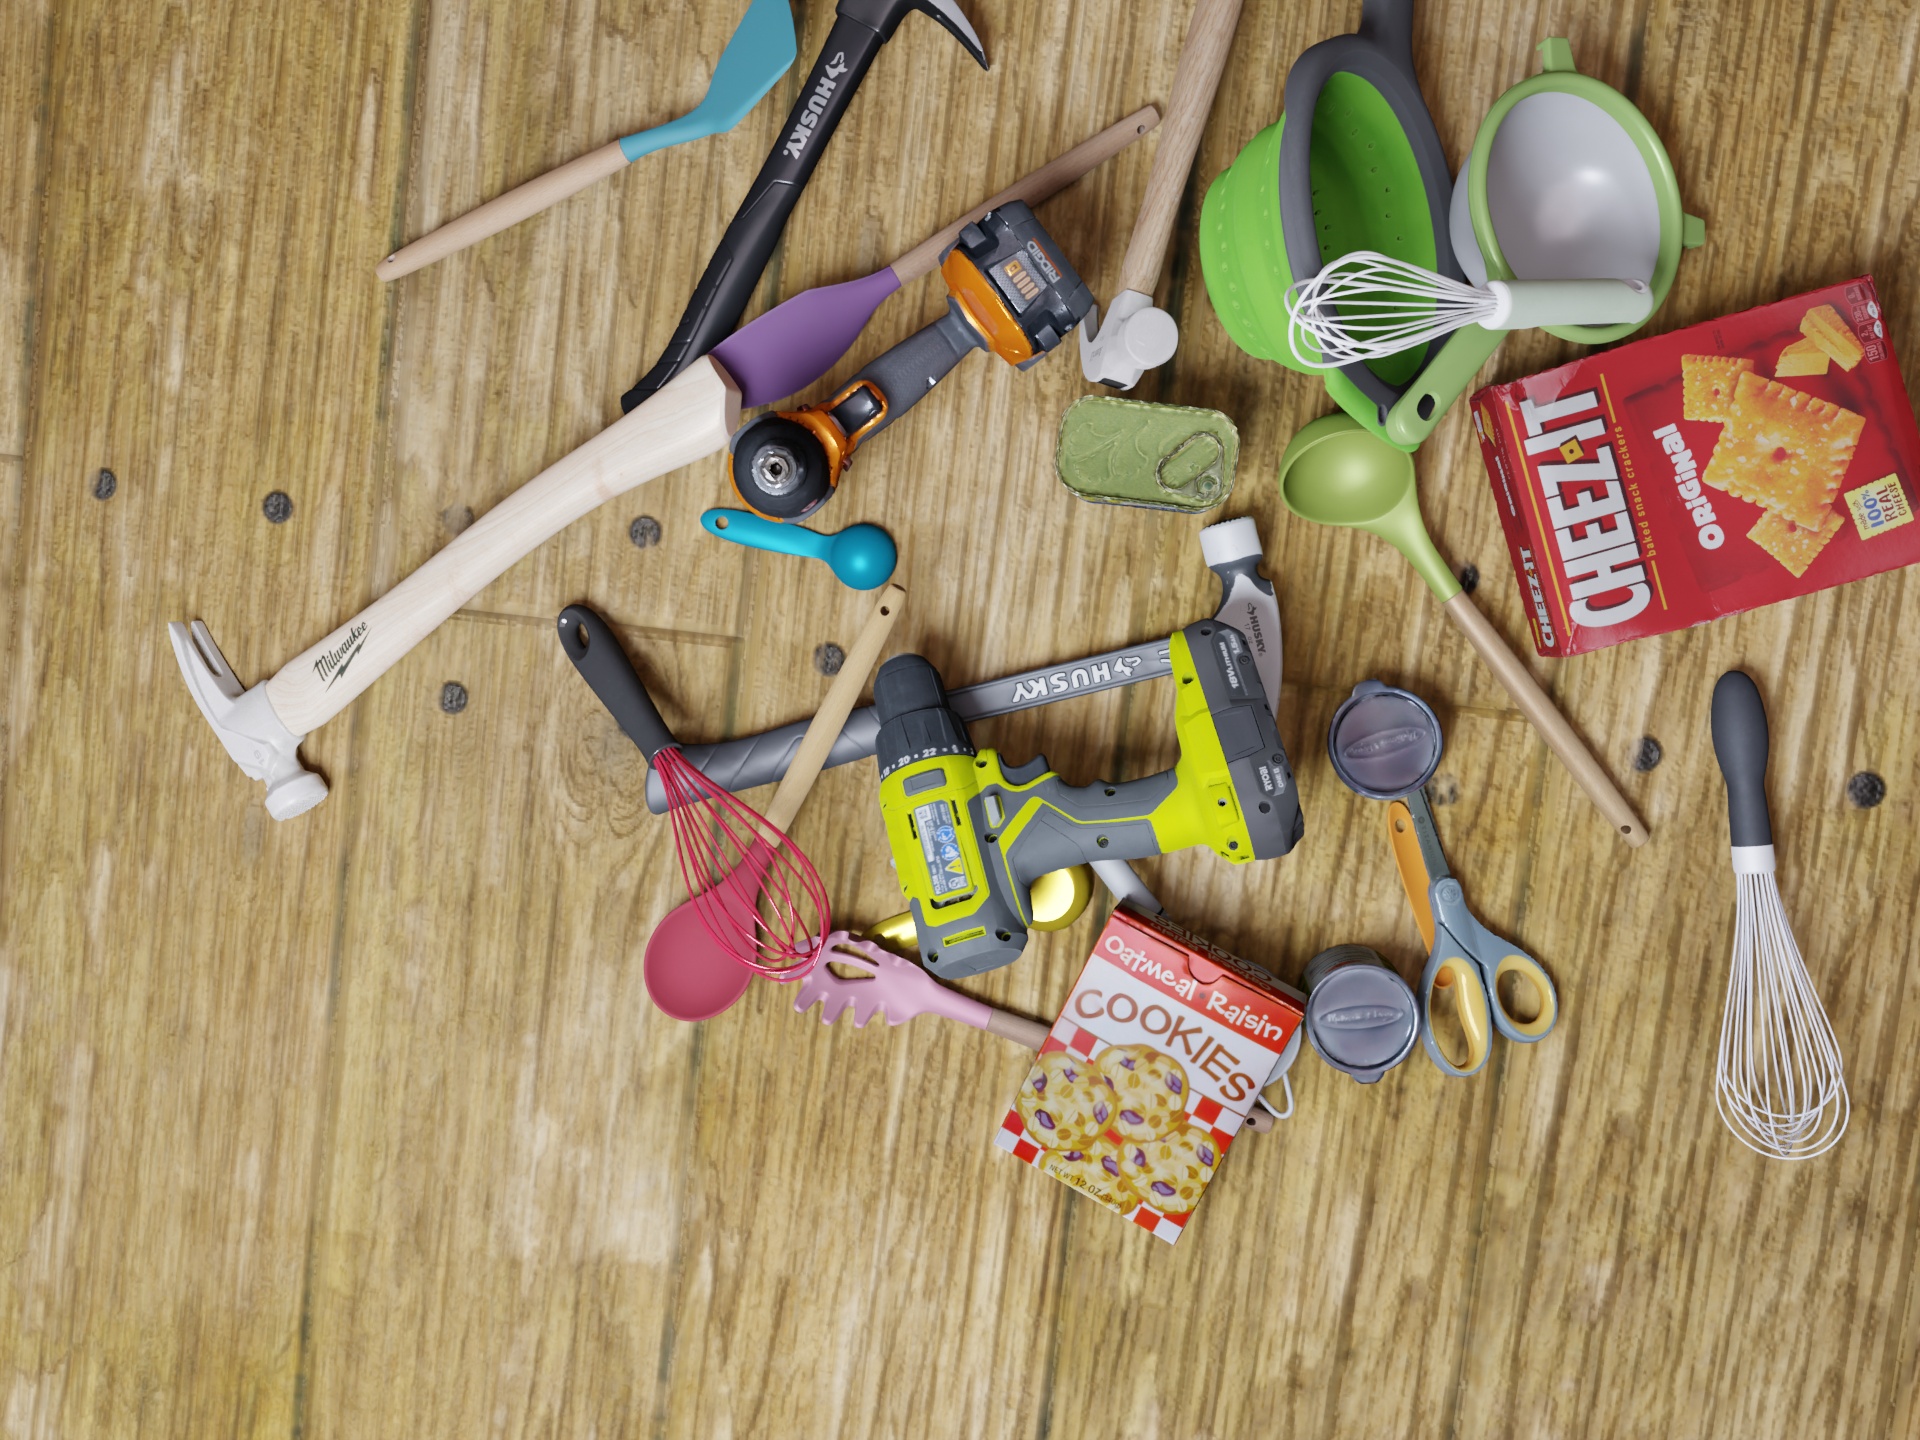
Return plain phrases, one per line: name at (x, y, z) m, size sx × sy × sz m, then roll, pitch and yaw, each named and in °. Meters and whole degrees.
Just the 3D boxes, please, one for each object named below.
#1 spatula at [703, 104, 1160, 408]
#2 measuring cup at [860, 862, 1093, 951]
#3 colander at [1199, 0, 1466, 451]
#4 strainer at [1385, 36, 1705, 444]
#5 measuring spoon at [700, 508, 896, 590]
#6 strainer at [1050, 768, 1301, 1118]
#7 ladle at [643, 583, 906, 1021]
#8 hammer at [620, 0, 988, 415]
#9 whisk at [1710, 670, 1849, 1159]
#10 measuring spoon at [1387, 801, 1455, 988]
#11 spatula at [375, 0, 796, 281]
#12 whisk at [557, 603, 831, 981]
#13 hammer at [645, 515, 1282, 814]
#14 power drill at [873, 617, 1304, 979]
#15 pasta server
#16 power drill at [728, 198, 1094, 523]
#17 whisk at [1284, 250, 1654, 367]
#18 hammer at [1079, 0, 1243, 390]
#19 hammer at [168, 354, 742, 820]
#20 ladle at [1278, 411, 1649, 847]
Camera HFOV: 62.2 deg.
spatula at (-0.016, -0.283, 0.968) m, size 0.316 × 0.059 × 0.018 m, roll -32°, pitch 47°, yaw 4°
measuring cup at (0.007, 0.119, 0.989) m, size 0.156 × 0.029 × 0.062 m, roll -20°, pitch 91°, yaw 8°
colander at (0.207, -0.345, 0.907) m, size 0.094 × 0.204 × 0.397 m, roll -4°, pitch 75°, yaw 40°
strainer at (0.298, -0.243, 0.888) m, size 0.151 × 0.069 × 0.256 m, roll 44°, pitch 74°, yaw -15°
measuring spoon at (-0.104, -0.112, 0.992) m, size 0.128 × 0.021 × 0.042 m, roll 14°, pitch 95°, yaw 6°
strainer at (0.124, 0.126, 0.960) m, size 0.087 × 0.050 × 0.258 m, roll -36°, pitch 93°, yaw 26°
ladle at (-0.109, 0.053, 0.972) m, size 0.069 × 0.031 × 0.315 m, roll 29°, pitch 108°, yaw 0°
hammer at (-0.112, -0.315, 0.976) m, size 0.146 × 0.035 × 0.335 m, roll 30°, pitch 96°, yaw 5°
whisk at (0.464, 0.112, 0.926) m, size 0.070 × 0.070 × 0.284 m, roll -6°, pitch 87°, yaw 7°
measuring spoon at (0.278, 0.106, 0.967) m, size 0.021 × 0.011 × 0.117 m, roll -15°, pitch 89°, yaw -19°
spatula at (-0.233, -0.346, 0.971) m, size 0.317 × 0.044 × 0.082 m, roll -21°, pitch 60°, yaw 14°
whisk at (-0.167, 0.035, 0.956) m, size 0.073 × 0.073 × 0.296 m, roll -42°, pitch 66°, yaw 7°
hammer at (-0.002, -0.003, 0.982) m, size 0.409 × 0.036 × 0.149 m, roll -14°, pitch 93°, yaw 8°
power drill at (0.063, 0.026, 0.907) m, size 0.228 × 0.080 × 0.191 m, roll -17°, pitch 68°, yaw 7°
pasta server at (0.043, 0.198, 0.985) m, size 0.316 × 0.040 × 0.060 m, roll 20°, pitch 108°, yaw 3°
power drill at (-0.037, -0.195, 0.909) m, size 0.226 × 0.164 × 0.084 m, roll -37°, pitch 100°, yaw 4°
whisk at (0.265, -0.211, 0.812) m, size 0.246 × 0.058 × 0.059 m, roll -9°, pitch 132°, yaw -27°
hammer at (0.130, -0.349, 0.908) m, size 0.031 × 0.130 × 0.331 m, roll 17°, pitch 89°, yaw -12°
hammer at (-0.313, -0.104, 0.992) m, size 0.410 × 0.038 × 0.146 m, roll -33°, pitch 88°, yaw 13°
ladle at (0.302, -0.048, 0.934) m, size 0.078 × 0.062 × 0.320 m, roll -36°, pitch 92°, yaw 40°
